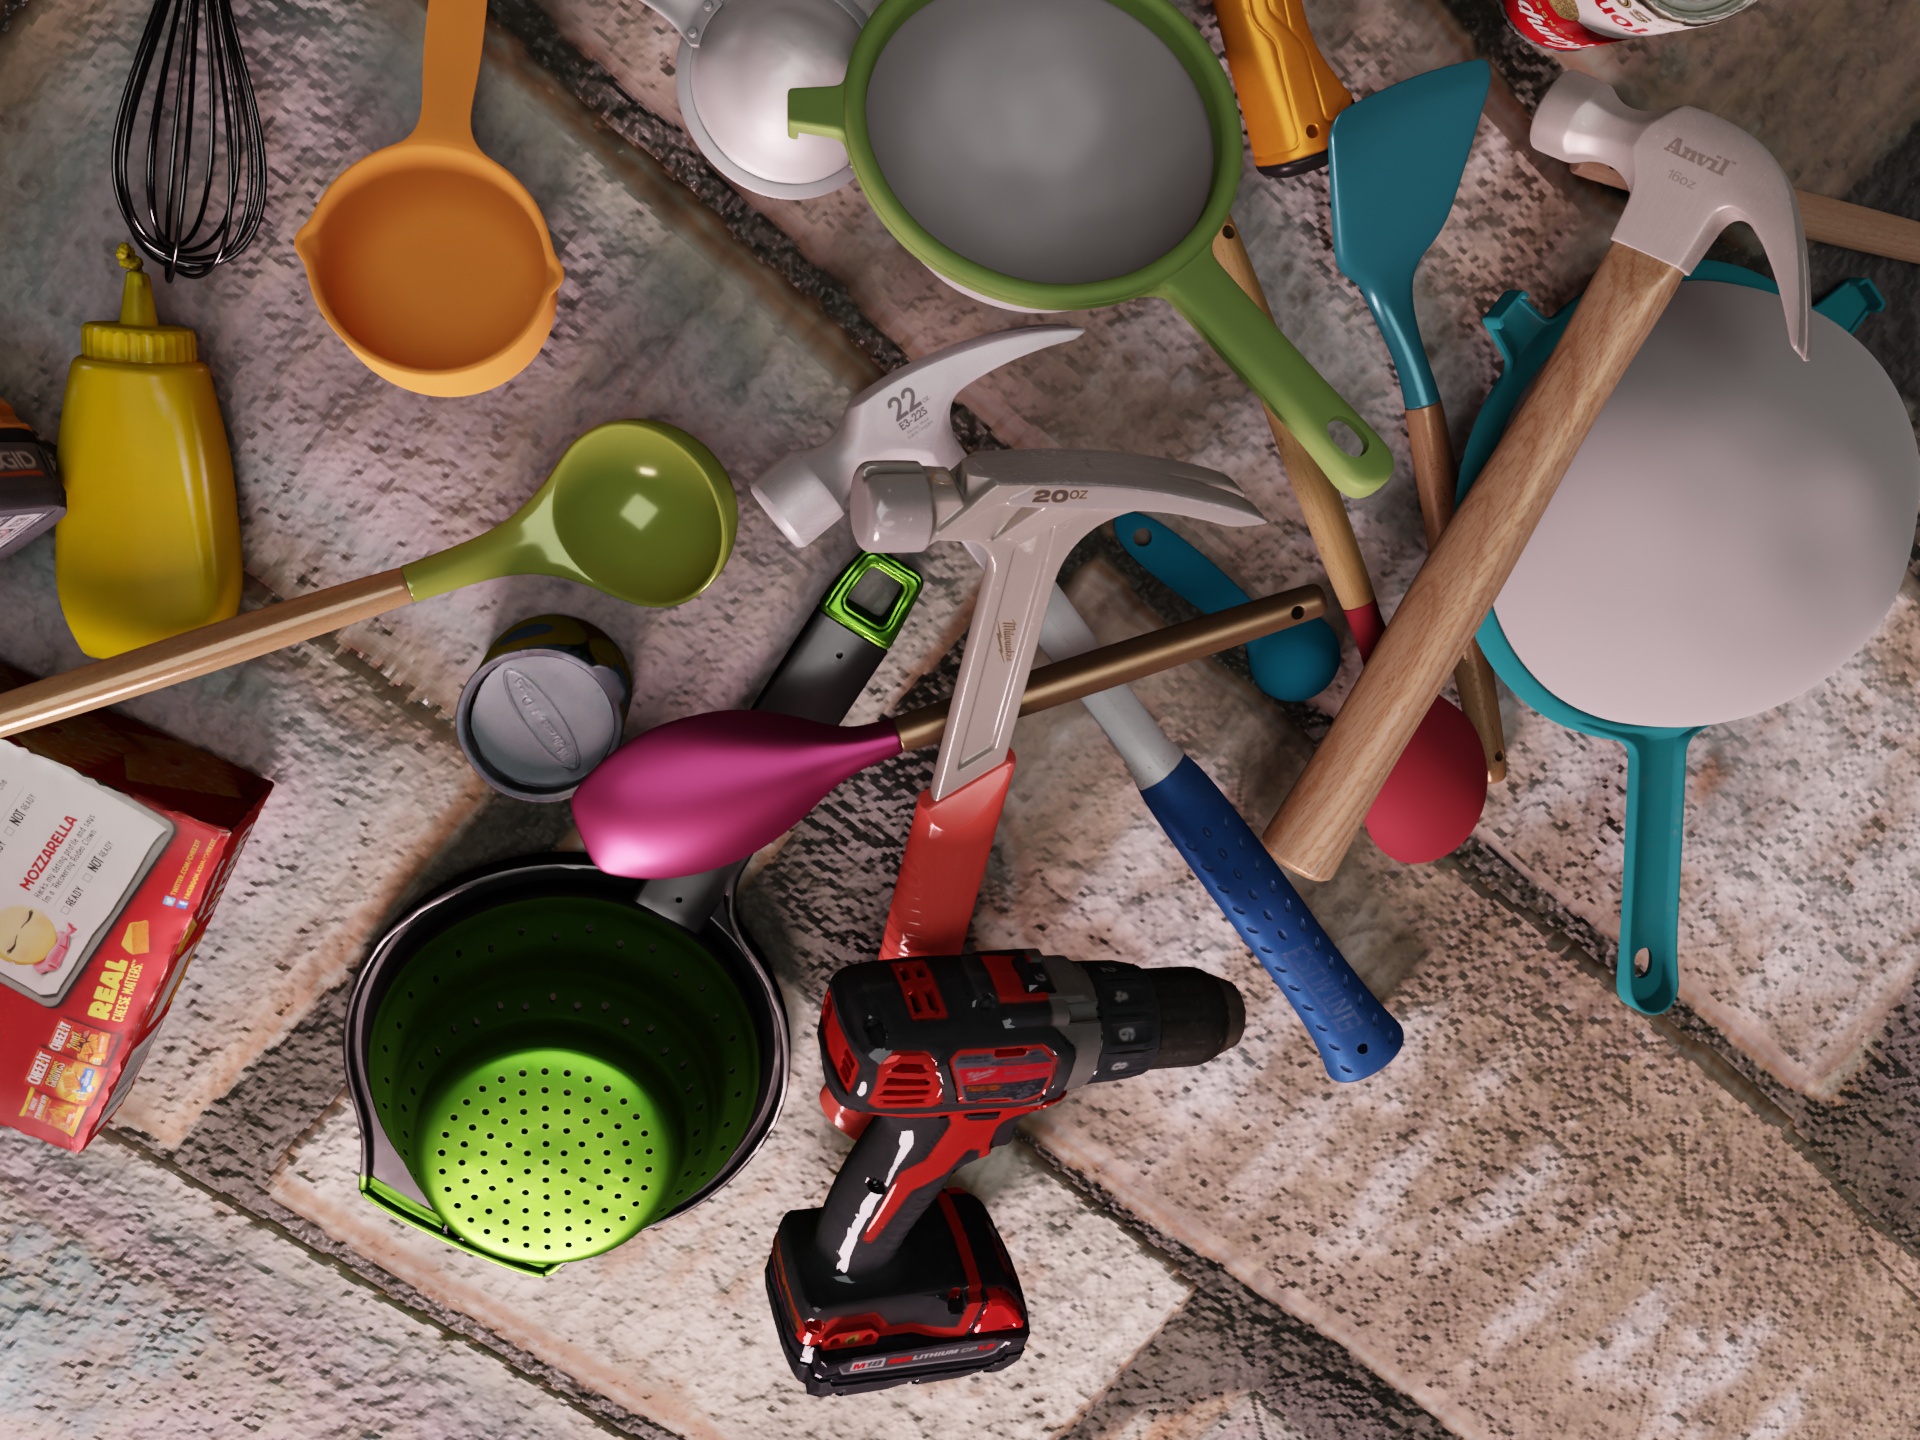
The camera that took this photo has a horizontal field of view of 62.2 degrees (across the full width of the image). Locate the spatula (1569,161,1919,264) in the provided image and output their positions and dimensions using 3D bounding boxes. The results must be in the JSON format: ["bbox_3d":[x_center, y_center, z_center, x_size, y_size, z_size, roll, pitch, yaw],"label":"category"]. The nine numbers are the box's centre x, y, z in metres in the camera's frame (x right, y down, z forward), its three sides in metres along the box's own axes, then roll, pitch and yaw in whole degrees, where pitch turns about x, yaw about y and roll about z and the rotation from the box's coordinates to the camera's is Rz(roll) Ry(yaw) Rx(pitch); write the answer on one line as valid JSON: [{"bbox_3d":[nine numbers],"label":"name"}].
[{"bbox_3d":[0.410,-0.212,0.692,0.316,0.018,0.060,9,97,-10],"label":"spatula"}]

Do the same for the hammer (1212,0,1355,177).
[{"bbox_3d":[0.077,-0.361,0.564,0.127,0.034,0.336,-24,114,-10],"label":"hammer"}]

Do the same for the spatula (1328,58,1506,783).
[{"bbox_3d":[0.211,-0.111,0.687,0.082,0.044,0.317,-26,112,-20],"label":"spatula"}]

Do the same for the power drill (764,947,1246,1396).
[{"bbox_3d":[0.014,0.192,0.707,0.187,0.080,0.226,1,125,-24],"label":"power drill"}]

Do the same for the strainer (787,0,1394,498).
[{"bbox_3d":[0.063,-0.174,0.608,0.151,0.069,0.256,-42,87,-17],"label":"strainer"}]

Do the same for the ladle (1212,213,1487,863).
[{"bbox_3d":[0.165,-0.075,0.693,0.069,0.031,0.315,-28,104,-16],"label":"ladle"}]

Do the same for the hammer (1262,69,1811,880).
[{"bbox_3d":[0.214,-0.076,0.635,0.031,0.130,0.331,-5,126,-53],"label":"hammer"}]

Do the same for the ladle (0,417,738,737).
[{"bbox_3d":[-0.241,-0.042,0.617,0.320,0.062,0.078,-20,109,-13],"label":"ladle"}]

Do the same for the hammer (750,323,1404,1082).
[{"bbox_3d":[0.088,0.011,0.703,0.144,0.035,0.405,-38,112,-1],"label":"hammer"}]

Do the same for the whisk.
[{"bbox_3d":[-0.276,-0.279,0.574,0.055,0.055,0.239,7,103,-9],"label":"whisk"}]

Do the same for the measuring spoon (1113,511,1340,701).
[{"bbox_3d":[0.119,-0.051,0.706,0.128,0.021,0.042,35,101,-16],"label":"measuring spoon"}]

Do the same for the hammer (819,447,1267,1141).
[{"bbox_3d":[0.004,0.051,0.657,0.149,0.037,0.358,-1,129,-19],"label":"hammer"}]

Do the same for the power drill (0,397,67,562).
[{"bbox_3d":[-0.458,-0.132,0.570,0.185,0.084,0.226,-30,96,11],"label":"power drill"}]

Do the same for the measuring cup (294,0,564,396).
[{"bbox_3d":[-0.195,-0.209,0.610,0.095,0.052,0.174,5,84,-9],"label":"measuring cup"}]

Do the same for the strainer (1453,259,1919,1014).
[{"bbox_3d":[0.325,-0.023,0.678,0.211,0.095,0.340,-6,103,-15],"label":"strainer"}]

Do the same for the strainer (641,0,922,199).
[{"bbox_3d":[-0.123,-0.278,0.597,0.258,0.050,0.087,29,87,-11],"label":"strainer"}]

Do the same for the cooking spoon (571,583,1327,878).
[{"bbox_3d":[-0.001,-0.002,0.647,0.319,0.017,0.068,-18,114,-4],"label":"cooking spoon"}]

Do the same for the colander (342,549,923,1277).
[{"bbox_3d":[-0.132,0.102,0.687,0.204,0.095,0.397,31,102,-15],"label":"colander"}]
